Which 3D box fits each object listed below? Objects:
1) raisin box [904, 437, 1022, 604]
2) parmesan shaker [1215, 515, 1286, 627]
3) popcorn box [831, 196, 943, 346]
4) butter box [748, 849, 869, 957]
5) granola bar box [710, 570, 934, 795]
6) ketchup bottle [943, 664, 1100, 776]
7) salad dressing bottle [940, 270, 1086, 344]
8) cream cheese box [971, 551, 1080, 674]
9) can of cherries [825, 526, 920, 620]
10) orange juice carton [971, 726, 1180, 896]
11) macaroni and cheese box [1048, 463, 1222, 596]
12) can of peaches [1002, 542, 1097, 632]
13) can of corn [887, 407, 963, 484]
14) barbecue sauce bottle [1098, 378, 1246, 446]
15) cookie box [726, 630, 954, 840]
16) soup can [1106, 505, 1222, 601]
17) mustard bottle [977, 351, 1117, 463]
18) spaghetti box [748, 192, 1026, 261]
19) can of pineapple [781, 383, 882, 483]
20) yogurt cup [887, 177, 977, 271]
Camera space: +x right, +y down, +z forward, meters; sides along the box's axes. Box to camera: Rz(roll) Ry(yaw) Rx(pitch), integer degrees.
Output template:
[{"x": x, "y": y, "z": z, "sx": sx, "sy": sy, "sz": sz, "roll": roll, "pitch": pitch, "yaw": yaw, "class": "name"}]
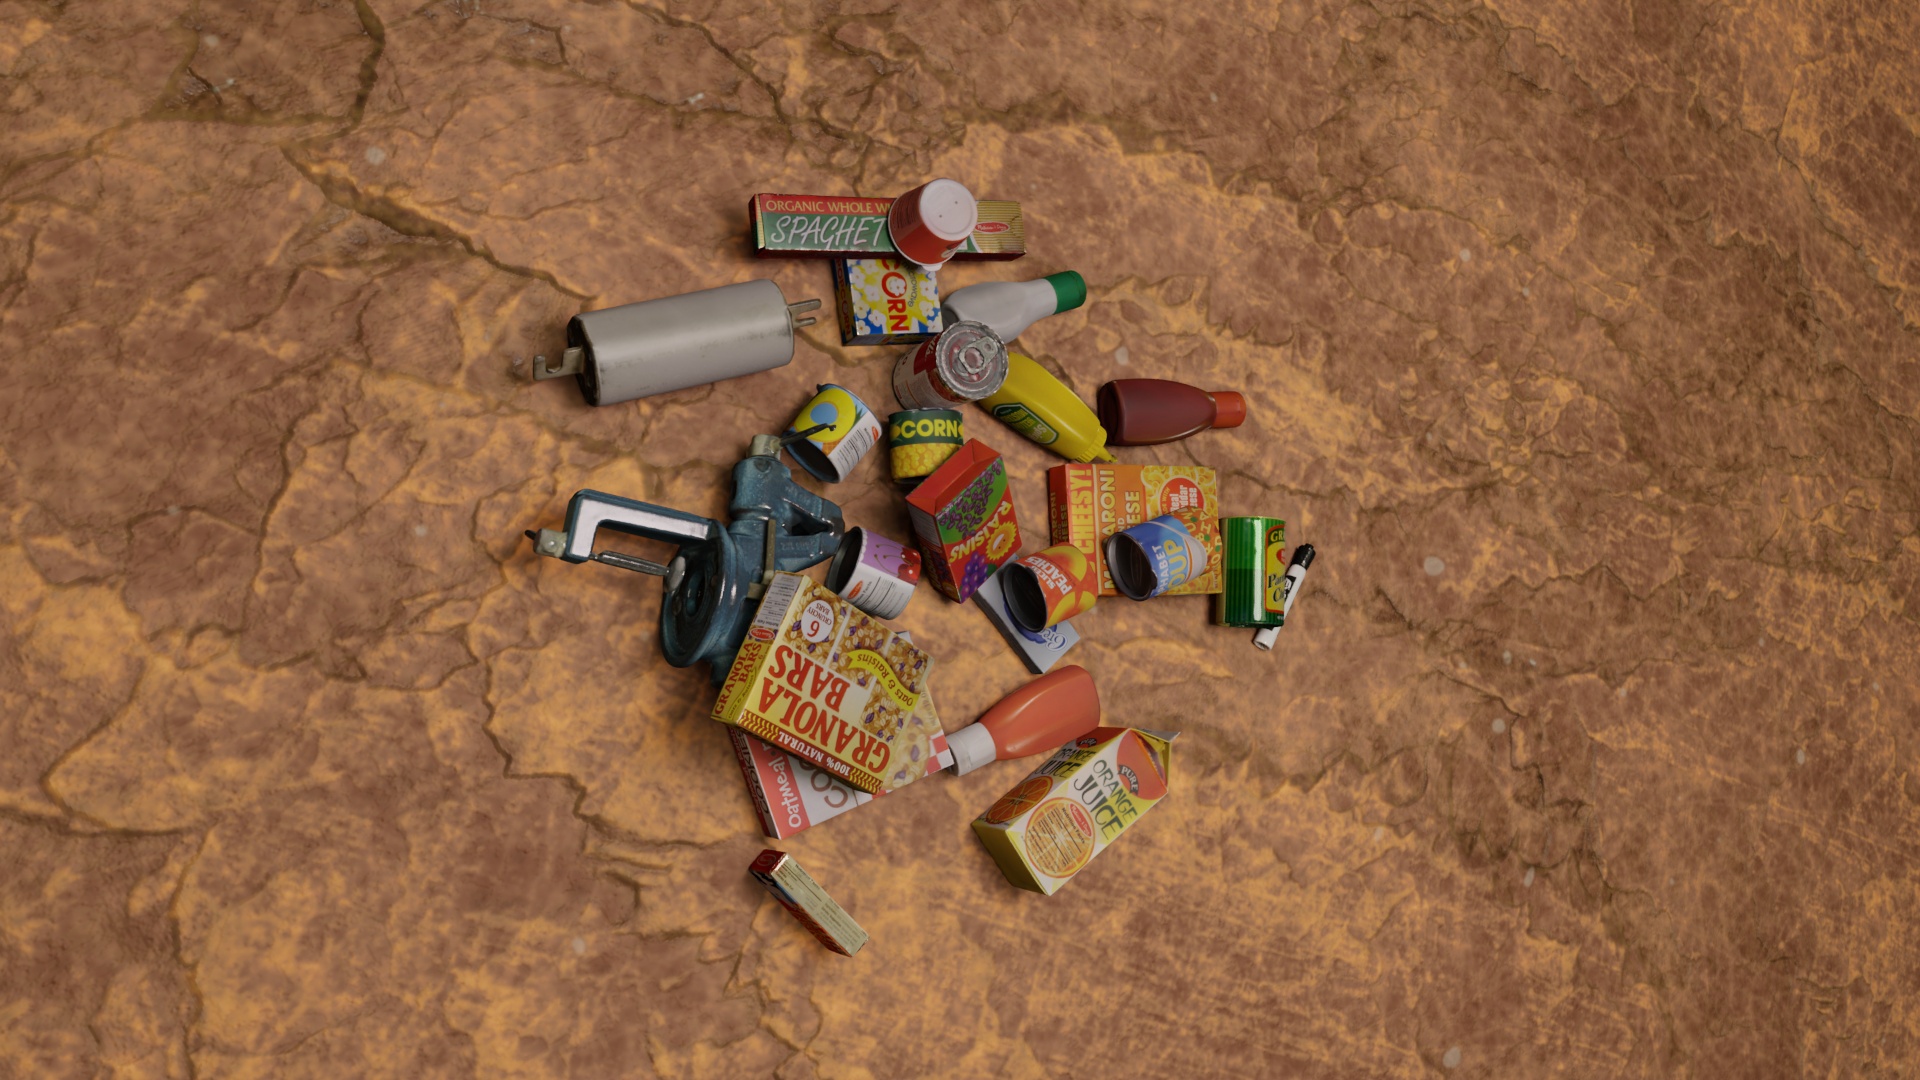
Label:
[{"x": 0.004, "y": -0.015, "z": 1.200, "sx": 0.086, "sy": 0.040, "sz": 0.122, "roll": -44, "pitch": 144, "yaw": -23, "class": "raisin box"}, {"x": 0.283, "y": 0.032, "z": 1.350, "sx": 0.071, "sy": 0.071, "sz": 0.103, "roll": 6, "pitch": 82, "yaw": -24, "class": "parmesan shaker"}, {"x": -0.068, "y": -0.240, "z": 1.234, "sx": 0.085, "sy": 0.038, "sz": 0.126, "roll": -6, "pitch": 86, "yaw": -27, "class": "popcorn box"}, {"x": -0.124, "y": 0.295, "z": 1.131, "sx": 0.103, "sy": 0.053, "sz": 0.024, "roll": 48, "pitch": 65, "yaw": -13, "class": "butter box"}, {"x": -0.105, "y": 0.114, "z": 1.091, "sx": 0.165, "sy": 0.039, "sz": 0.124, "roll": 38, "pitch": 68, "yaw": -43, "class": "granola bar box"}, {"x": 0.053, "y": 0.165, "z": 1.234, "sx": 0.149, "sy": 0.043, "sz": 0.064, "roll": -21, "pitch": 113, "yaw": -25, "class": "ketchup bottle"}, {"x": 0.050, "y": -0.216, "z": 1.280, "sx": 0.148, "sy": 0.043, "sz": 0.064, "roll": -21, "pitch": 59, "yaw": -30, "class": "salad dressing bottle"}, {"x": 0.058, "y": 0.067, "z": 1.261, "sx": 0.053, "sy": 0.024, "sz": 0.103, "roll": -43, "pitch": 101, "yaw": -22, "class": "cream cheese box"}, {"x": -0.074, "y": 0.026, "z": 1.183, "sx": 0.058, "sy": 0.071, "sz": 0.071, "roll": 22, "pitch": 75, "yaw": -21, "class": "can of cherries"}, {"x": 0.113, "y": 0.226, "z": 1.240, "sx": 0.193, "sy": 0.071, "sz": 0.073, "roll": -35, "pitch": 99, "yaw": -24, "class": "orange juice carton"}, {"x": 0.165, "y": -0.008, "z": 1.313, "sx": 0.167, "sy": 0.040, "sz": 0.124, "roll": 0, "pitch": 84, "yaw": -26, "class": "macaroni and cheese box"}, {"x": 0.079, "y": 0.039, "z": 1.221, "sx": 0.058, "sy": 0.071, "sz": 0.071, "roll": -21, "pitch": 93, "yaw": -28, "class": "can of peaches"}, {"x": -0.029, "y": -0.082, "z": 1.214, "sx": 0.071, "sy": 0.071, "sz": 0.058, "roll": 0, "pitch": 85, "yaw": -25, "class": "can of corn"}, {"x": 0.207, "y": -0.125, "z": 1.346, "sx": 0.149, "sy": 0.043, "sz": 0.065, "roll": -4, "pitch": 86, "yaw": -26, "class": "barbecue sauce bottle"}, {"x": -0.103, "y": 0.161, "z": 1.166, "sx": 0.168, "sy": 0.040, "sz": 0.123, "roll": -20, "pitch": 92, "yaw": -27, "class": "cookie box"}, {"x": 0.187, "y": 0.012, "z": 1.258, "sx": 0.084, "sy": 0.071, "sz": 0.071, "roll": -20, "pitch": 93, "yaw": -26, "class": "soup can"}, {"x": 0.086, "y": -0.112, "z": 1.277, "sx": 0.160, "sy": 0.065, "sz": 0.049, "roll": 33, "pitch": 67, "yaw": -22, "class": "mustard bottle"}, {"x": -0.061, "y": -0.270, "z": 1.202, "sx": 0.251, "sy": 0.028, "sz": 0.050, "roll": -5, "pitch": 85, "yaw": -26, "class": "spaghetti box"}, {"x": -0.111, "y": -0.091, "z": 1.181, "sx": 0.071, "sy": 0.071, "sz": 0.058, "roll": 44, "pitch": 68, "yaw": -14, "class": "can of pineapple"}, {"x": -0.021, "y": -0.272, "z": 1.174, "sx": 0.072, "sy": 0.054, "sz": 0.072, "roll": 3, "pitch": 82, "yaw": -25, "class": "yogurt cup"}]
